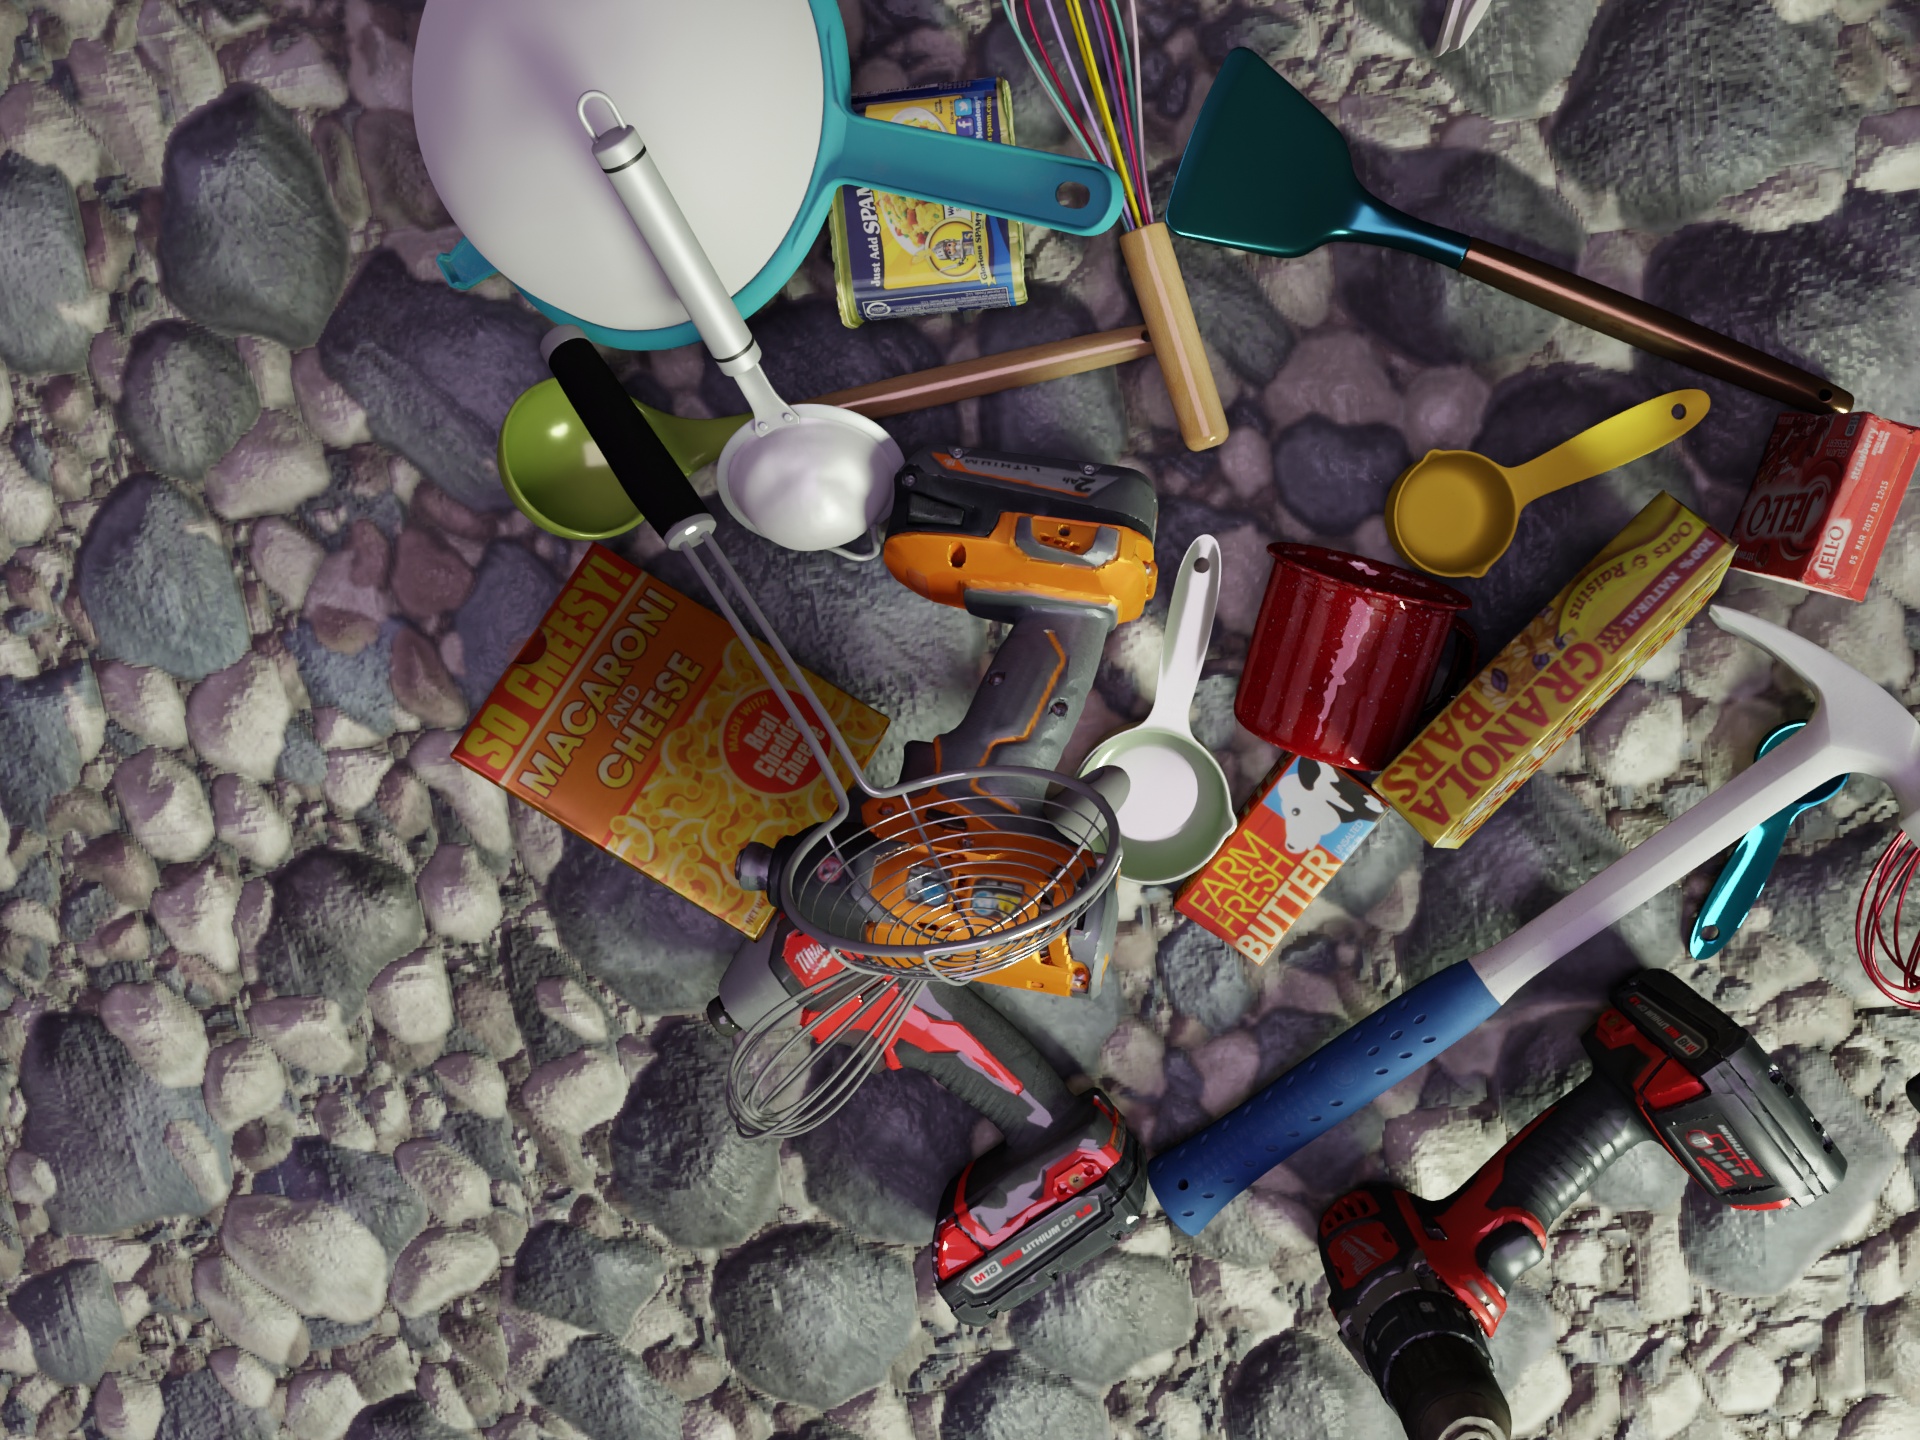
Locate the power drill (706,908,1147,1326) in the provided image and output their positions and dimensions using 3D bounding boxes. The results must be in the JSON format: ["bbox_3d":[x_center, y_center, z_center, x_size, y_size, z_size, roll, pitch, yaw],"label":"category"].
[{"bbox_3d":[-0.018,0.174,0.783,0.143,0.078,0.219,-35,92,10],"label":"power drill"}]

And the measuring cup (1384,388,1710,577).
[{"bbox_3d":[0.267,-0.114,0.728,0.156,0.029,0.062,-24,96,-2],"label":"measuring cup"}]

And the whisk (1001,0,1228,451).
[{"bbox_3d":[0.072,-0.237,0.700,0.051,0.047,0.245,-22,97,-21],"label":"whisk"}]

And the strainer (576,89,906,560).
[{"bbox_3d":[-0.092,-0.147,0.672,0.087,0.050,0.258,-17,132,14],"label":"strainer"}]

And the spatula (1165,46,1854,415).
[{"bbox_3d":[0.248,-0.196,0.700,0.317,0.044,0.082,22,98,1],"label":"spatula"}]

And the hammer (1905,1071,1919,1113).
[{"bbox_3d":[0.493,0.035,0.650,0.146,0.035,0.334,18,105,-17],"label":"hammer"}]

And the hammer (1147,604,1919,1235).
[{"bbox_3d":[0.251,0.111,0.746,0.405,0.035,0.144,-40,68,16],"label":"hammer"}]

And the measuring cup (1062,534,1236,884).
[{"bbox_3d":[0.099,-0.006,0.756,0.083,0.038,0.167,12,100,4],"label":"measuring cup"}]

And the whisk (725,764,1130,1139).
[{"bbox_3d":[-0.013,0.102,0.721,0.239,0.055,0.055,-41,94,-8],"label":"whisk"}]

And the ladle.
[{"bbox_3d":[-0.057,-0.147,0.736,0.320,0.062,0.078,-12,89,5],"label":"ladle"}]

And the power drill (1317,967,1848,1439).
[{"bbox_3d":[0.267,0.225,0.707,0.226,0.188,0.080,-38,96,7],"label":"power drill"}]

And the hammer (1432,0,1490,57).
[{"bbox_3d":[0.039,-0.388,0.656,0.410,0.038,0.146,9,103,-6],"label":"hammer"}]

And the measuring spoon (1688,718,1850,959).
[{"bbox_3d":[0.374,0.055,0.751,0.042,0.021,0.128,19,111,1],"label":"measuring spoon"}]

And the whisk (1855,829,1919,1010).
[{"bbox_3d":[0.473,0.000,0.683,0.073,0.073,0.295,16,112,3],"label":"whisk"}]

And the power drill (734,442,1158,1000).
[{"bbox_3d":[-0.001,-0.002,0.697,0.164,0.084,0.227,8,73,8],"label":"power drill"}]

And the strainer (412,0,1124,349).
[{"bbox_3d":[-0.103,-0.246,0.651,0.340,0.095,0.211,19,108,22],"label":"strainer"}]

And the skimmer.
[{"bbox_3d":[-0.075,-0.048,0.635,0.127,0.090,0.363,-25,68,-26],"label":"skimmer"}]
